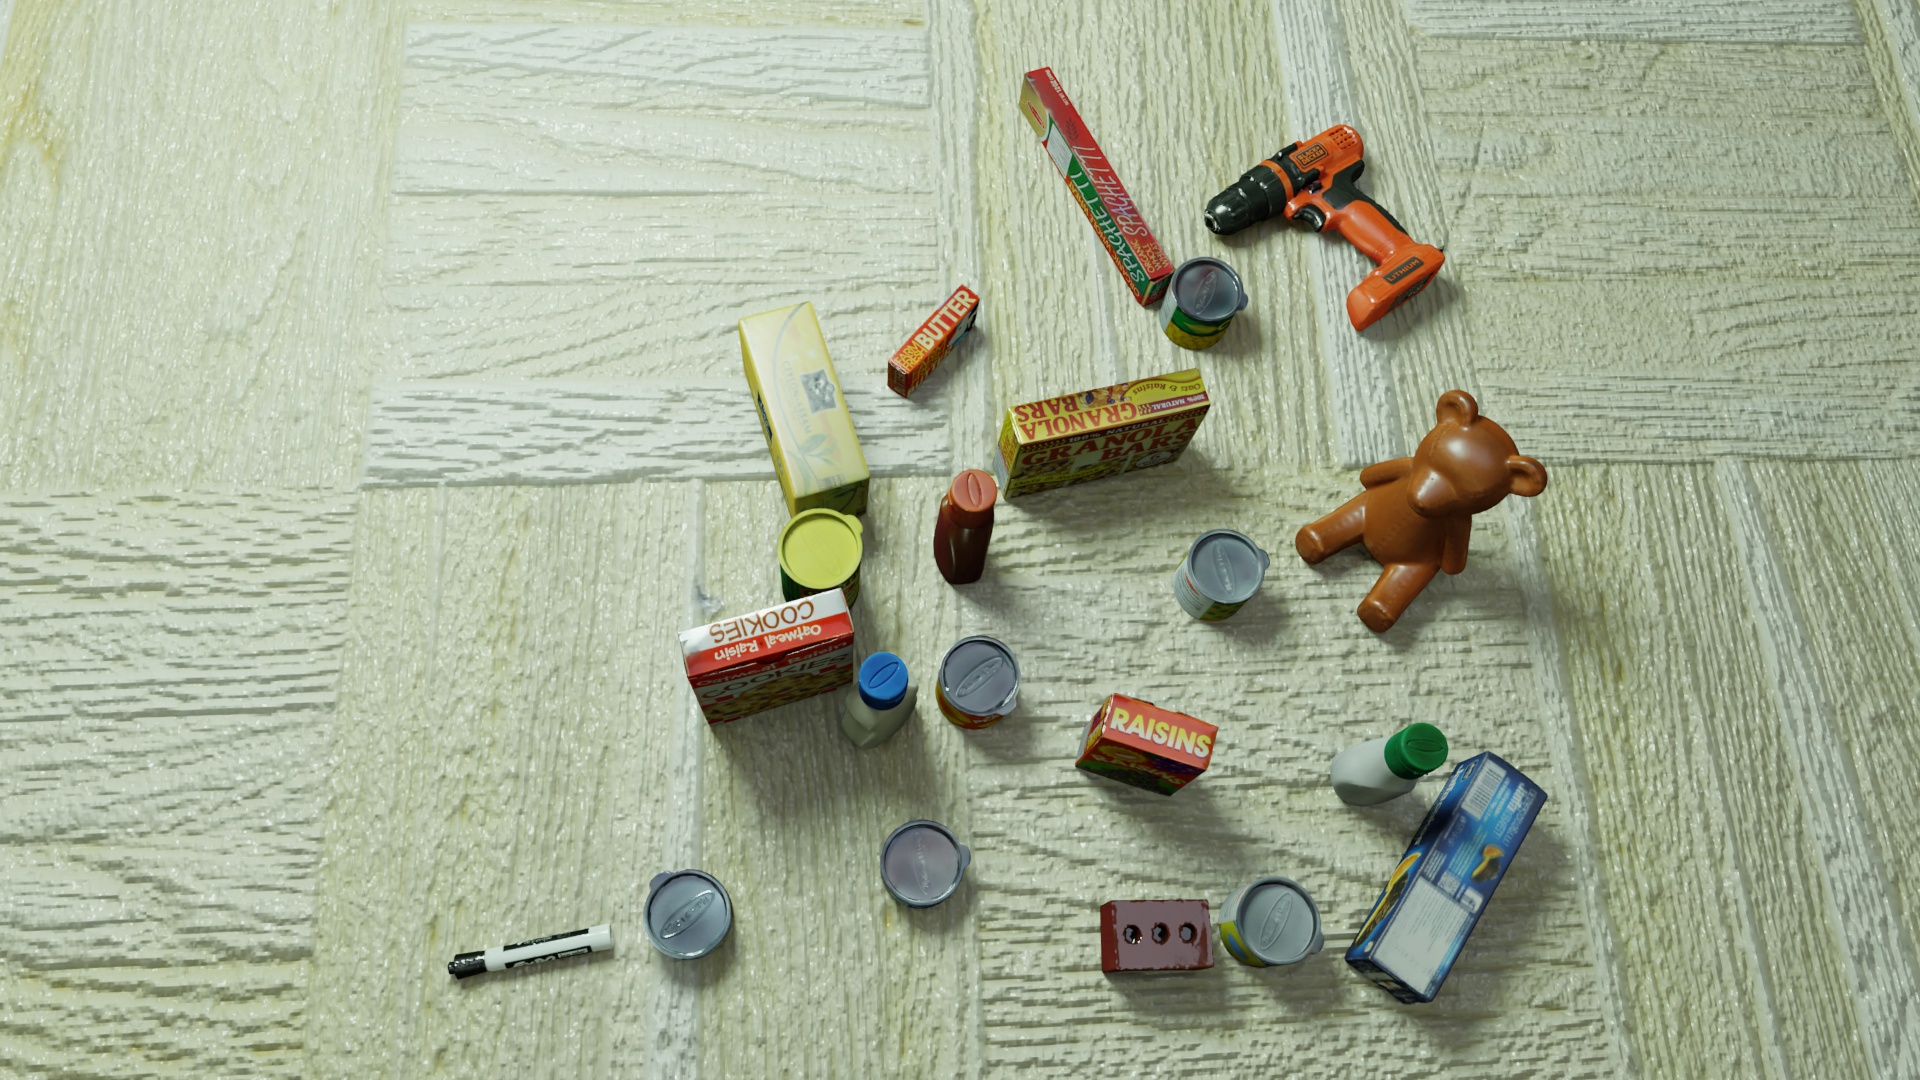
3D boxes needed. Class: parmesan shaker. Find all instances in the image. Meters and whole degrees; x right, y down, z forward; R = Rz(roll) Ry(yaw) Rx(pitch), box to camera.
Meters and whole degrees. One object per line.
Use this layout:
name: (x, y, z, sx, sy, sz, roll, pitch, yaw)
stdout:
parmesan shaker: (-0.111, 0.021, 1.131, 0.071, 0.102, 0.071, 2, 70, -4)

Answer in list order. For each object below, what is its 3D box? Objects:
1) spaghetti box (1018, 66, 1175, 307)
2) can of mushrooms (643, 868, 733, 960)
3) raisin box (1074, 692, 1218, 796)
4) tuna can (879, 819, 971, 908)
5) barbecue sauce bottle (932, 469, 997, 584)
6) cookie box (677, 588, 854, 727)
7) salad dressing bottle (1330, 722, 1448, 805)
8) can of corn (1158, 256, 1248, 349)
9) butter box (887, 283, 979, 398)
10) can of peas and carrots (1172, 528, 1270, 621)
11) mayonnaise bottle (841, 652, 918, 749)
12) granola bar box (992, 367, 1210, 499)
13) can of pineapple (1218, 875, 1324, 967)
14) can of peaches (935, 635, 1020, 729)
spaghetti box: (0.126, -0.334, 1.309, 0.029, 0.050, 0.250, -25, 74, -13)
can of mushrooms: (-0.209, 0.285, 1.063, 0.071, 0.033, 0.071, 2, 70, -4)
raisin box: (0.144, 0.162, 1.092, 0.086, 0.123, 0.040, 18, 70, 2)
tuna can: (-0.028, 0.254, 1.091, 0.071, 0.032, 0.071, 2, 70, -4)
barbecue sauce bottle: (0.004, -0.014, 1.130, 0.044, 0.148, 0.065, -8, 72, -8)
cookie box: (-0.145, 0.094, 1.067, 0.123, 0.167, 0.040, -16, 73, -10)
salad dressing bottle: (0.337, 0.176, 1.091, 0.064, 0.147, 0.044, 7, 70, -2)
can of corn: (0.221, -0.215, 1.270, 0.071, 0.058, 0.071, 2, 70, -4)
butter box: (-0.024, -0.177, 1.237, 0.024, 0.053, 0.104, 39, 72, 9)
can of peas and carrots: (0.221, 0.030, 1.181, 0.071, 0.058, 0.071, 2, 70, -4)
mayonnaise bottle: (-0.061, 0.121, 1.075, 0.065, 0.147, 0.041, -40, 78, -16)
granola bar box: (0.117, -0.088, 1.179, 0.166, 0.123, 0.039, -13, 72, -9)
can of pineapple: (0.241, 0.300, 1.085, 0.071, 0.057, 0.071, 2, 70, -4)
can of peaches: (0.015, 0.118, 1.131, 0.071, 0.058, 0.071, 2, 70, -4)
